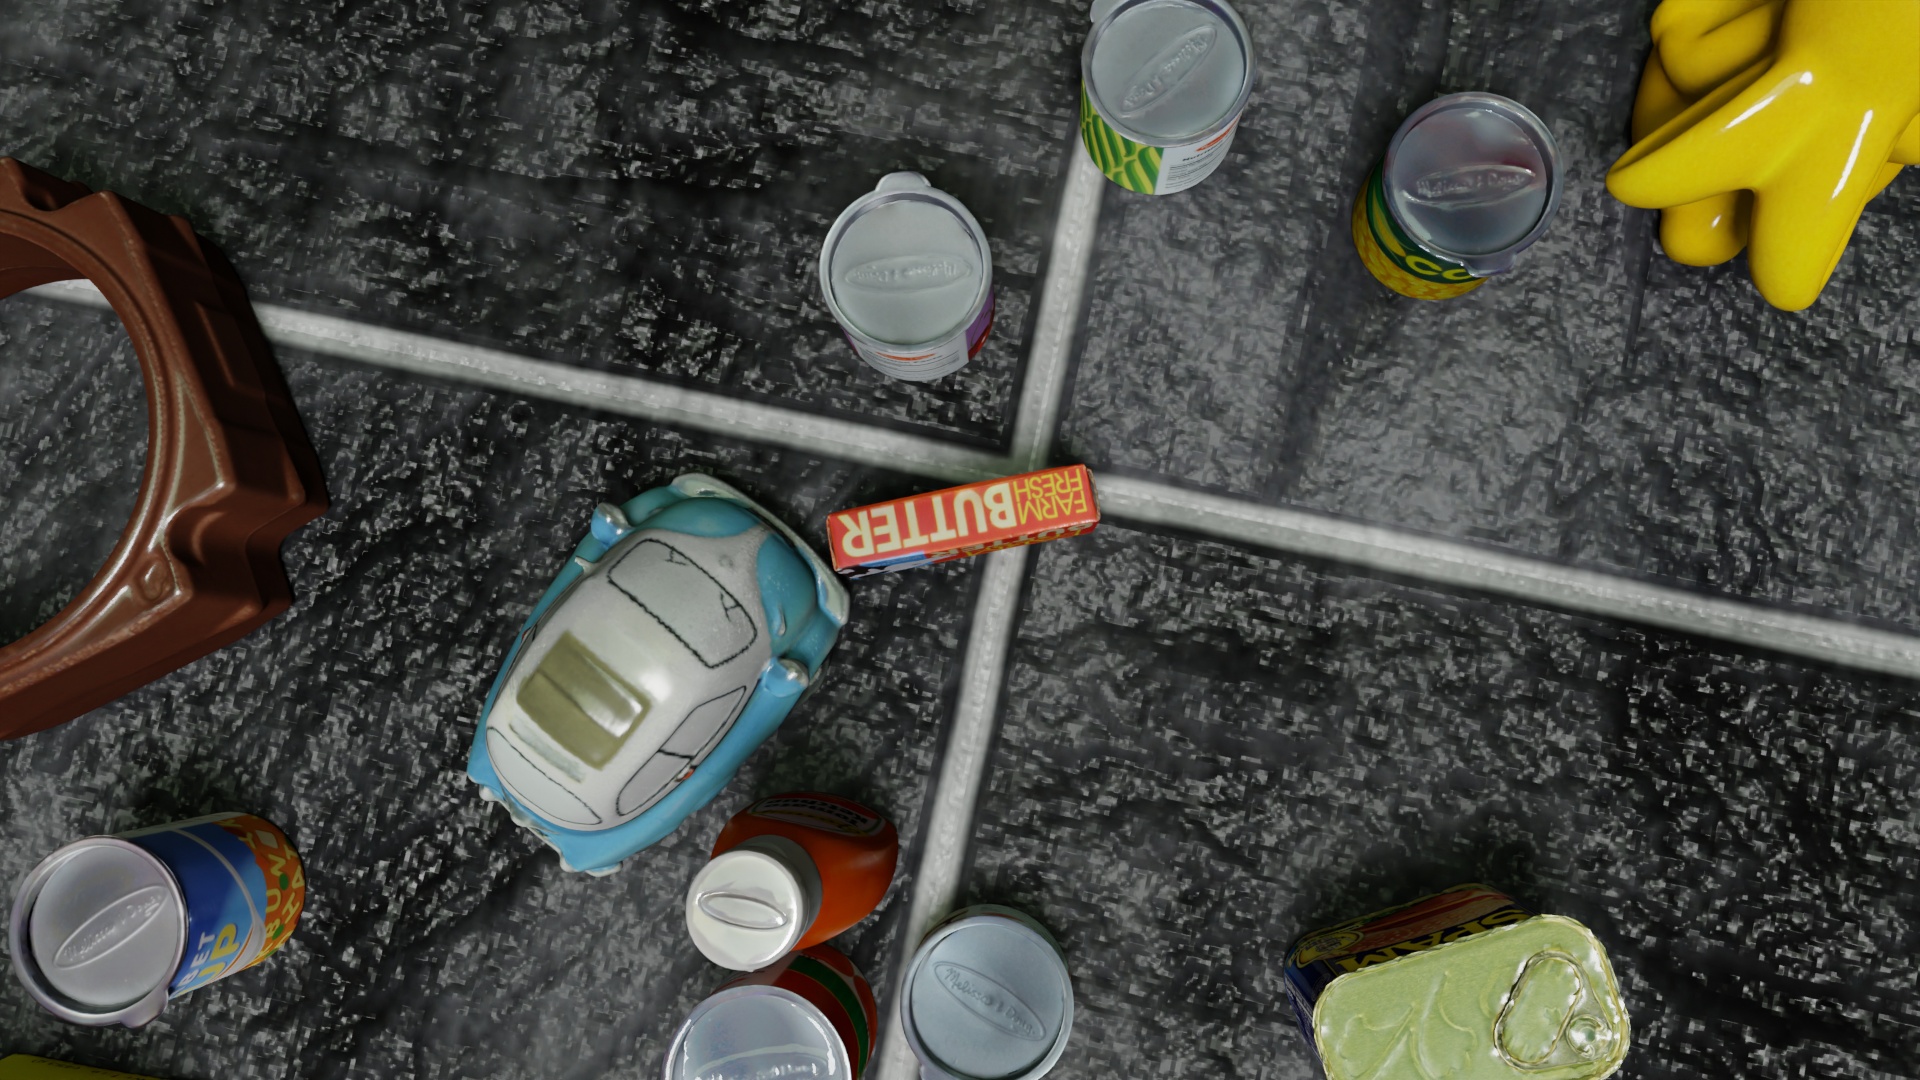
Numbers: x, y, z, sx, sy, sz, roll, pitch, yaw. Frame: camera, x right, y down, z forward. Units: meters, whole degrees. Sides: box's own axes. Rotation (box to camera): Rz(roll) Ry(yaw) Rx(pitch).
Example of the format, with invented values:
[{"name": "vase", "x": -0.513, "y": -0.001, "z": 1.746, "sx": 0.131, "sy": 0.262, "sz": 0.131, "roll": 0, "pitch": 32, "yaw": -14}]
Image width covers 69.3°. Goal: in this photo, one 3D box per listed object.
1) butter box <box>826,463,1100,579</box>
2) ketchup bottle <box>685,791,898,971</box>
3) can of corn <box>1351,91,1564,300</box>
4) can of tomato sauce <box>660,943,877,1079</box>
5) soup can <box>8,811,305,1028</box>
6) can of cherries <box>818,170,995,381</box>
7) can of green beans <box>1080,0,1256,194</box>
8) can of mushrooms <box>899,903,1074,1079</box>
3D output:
[{"name": "butter box", "x": 0.002, "y": -0.007, "z": 0.546, "sx": 0.103, "sy": 0.053, "sz": 0.024, "roll": -11, "pitch": 85, "yaw": 2}, {"name": "ketchup bottle", "x": -0.061, "y": 0.118, "z": 0.490, "sx": 0.065, "sy": 0.148, "sz": 0.043, "roll": 11, "pitch": 86, "yaw": 4}, {"name": "can of corn", "x": 0.192, "y": -0.130, "z": 0.544, "sx": 0.071, "sy": 0.058, "sz": 0.071, "roll": 0, "pitch": 85, "yaw": 3}, {"name": "can of tomato sauce", "x": -0.067, "y": 0.191, "z": 0.517, "sx": 0.071, "sy": 0.083, "sz": 0.071, "roll": 0, "pitch": 85, "yaw": 4}, {"name": "soup can", "x": -0.304, "y": 0.144, "z": 0.535, "sx": 0.071, "sy": 0.083, "sz": 0.071, "roll": 0, "pitch": 85, "yaw": 4}, {"name": "can of cherries", "x": -0.019, "y": -0.103, "z": 0.554, "sx": 0.071, "sy": 0.058, "sz": 0.071, "roll": 0, "pitch": 85, "yaw": 3}, {"name": "can of green beans", "x": 0.081, "y": -0.179, "z": 0.555, "sx": 0.071, "sy": 0.058, "sz": 0.071, "roll": 0, "pitch": 85, "yaw": 3}, {"name": "can of mushrooms", "x": 0.009, "y": 0.178, "z": 0.539, "sx": 0.071, "sy": 0.033, "sz": 0.071, "roll": 0, "pitch": 85, "yaw": 3}]
